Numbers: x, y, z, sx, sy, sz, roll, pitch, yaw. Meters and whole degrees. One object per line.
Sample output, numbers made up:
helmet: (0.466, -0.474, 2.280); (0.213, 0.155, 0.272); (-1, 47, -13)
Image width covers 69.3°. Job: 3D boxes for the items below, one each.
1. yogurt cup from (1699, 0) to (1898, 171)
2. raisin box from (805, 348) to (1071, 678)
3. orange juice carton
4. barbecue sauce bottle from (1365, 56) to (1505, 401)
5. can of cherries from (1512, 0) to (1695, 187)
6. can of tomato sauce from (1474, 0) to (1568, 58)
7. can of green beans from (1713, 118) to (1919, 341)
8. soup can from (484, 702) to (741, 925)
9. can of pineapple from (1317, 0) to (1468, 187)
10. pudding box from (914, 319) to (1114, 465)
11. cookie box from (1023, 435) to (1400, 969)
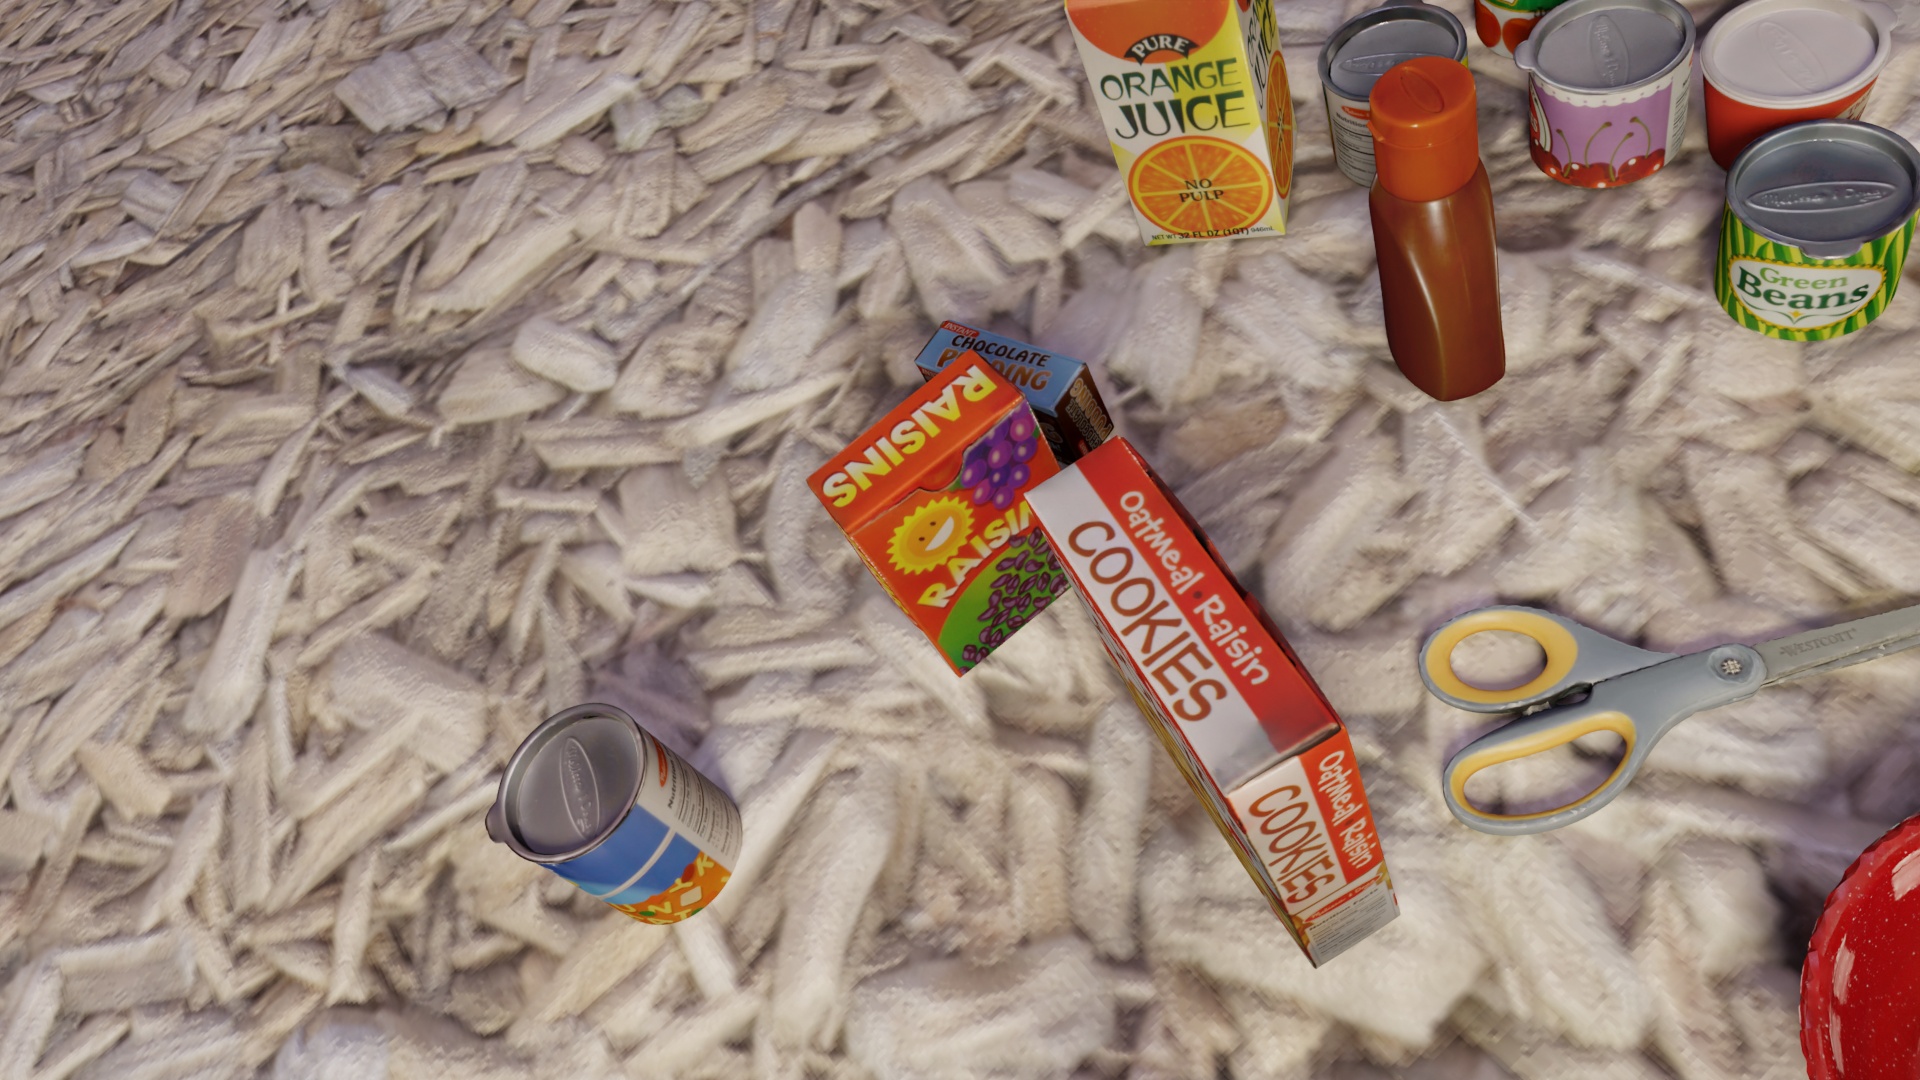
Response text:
yogurt cup: (0.349, -0.189, 0.588); (0.072, 0.053, 0.073); (-11, 55, 16)
raisin box: (0.002, -0.007, 0.567); (0.086, 0.123, 0.040); (-38, 52, -4)
orange juice carton: (0.101, -0.226, 0.628); (0.072, 0.192, 0.073); (0, 59, 23)
barbecue sauce bottle: (0.187, -0.121, 0.550); (0.043, 0.148, 0.065); (-23, 52, 8)
can of cherries: (0.285, -0.200, 0.619); (0.071, 0.058, 0.072); (-11, 55, 16)
can of tomato sauce: (0.276, -0.282, 0.662); (0.071, 0.082, 0.071); (-11, 55, 16)
can of green beans: (0.335, -0.121, 0.545); (0.071, 0.057, 0.071); (-11, 55, 16)
soup can: (-0.140, 0.115, 0.570); (0.071, 0.083, 0.072); (-11, 55, 16)
can of pineapple: (0.208, -0.211, 0.659); (0.071, 0.057, 0.071); (-11, 55, 16)
pudding box: (0.025, -0.069, 0.646); (0.084, 0.049, 0.030); (24, 70, 33)
cookie box: (0.087, 0.058, 0.460); (0.040, 0.167, 0.123); (-32, 52, 0)
